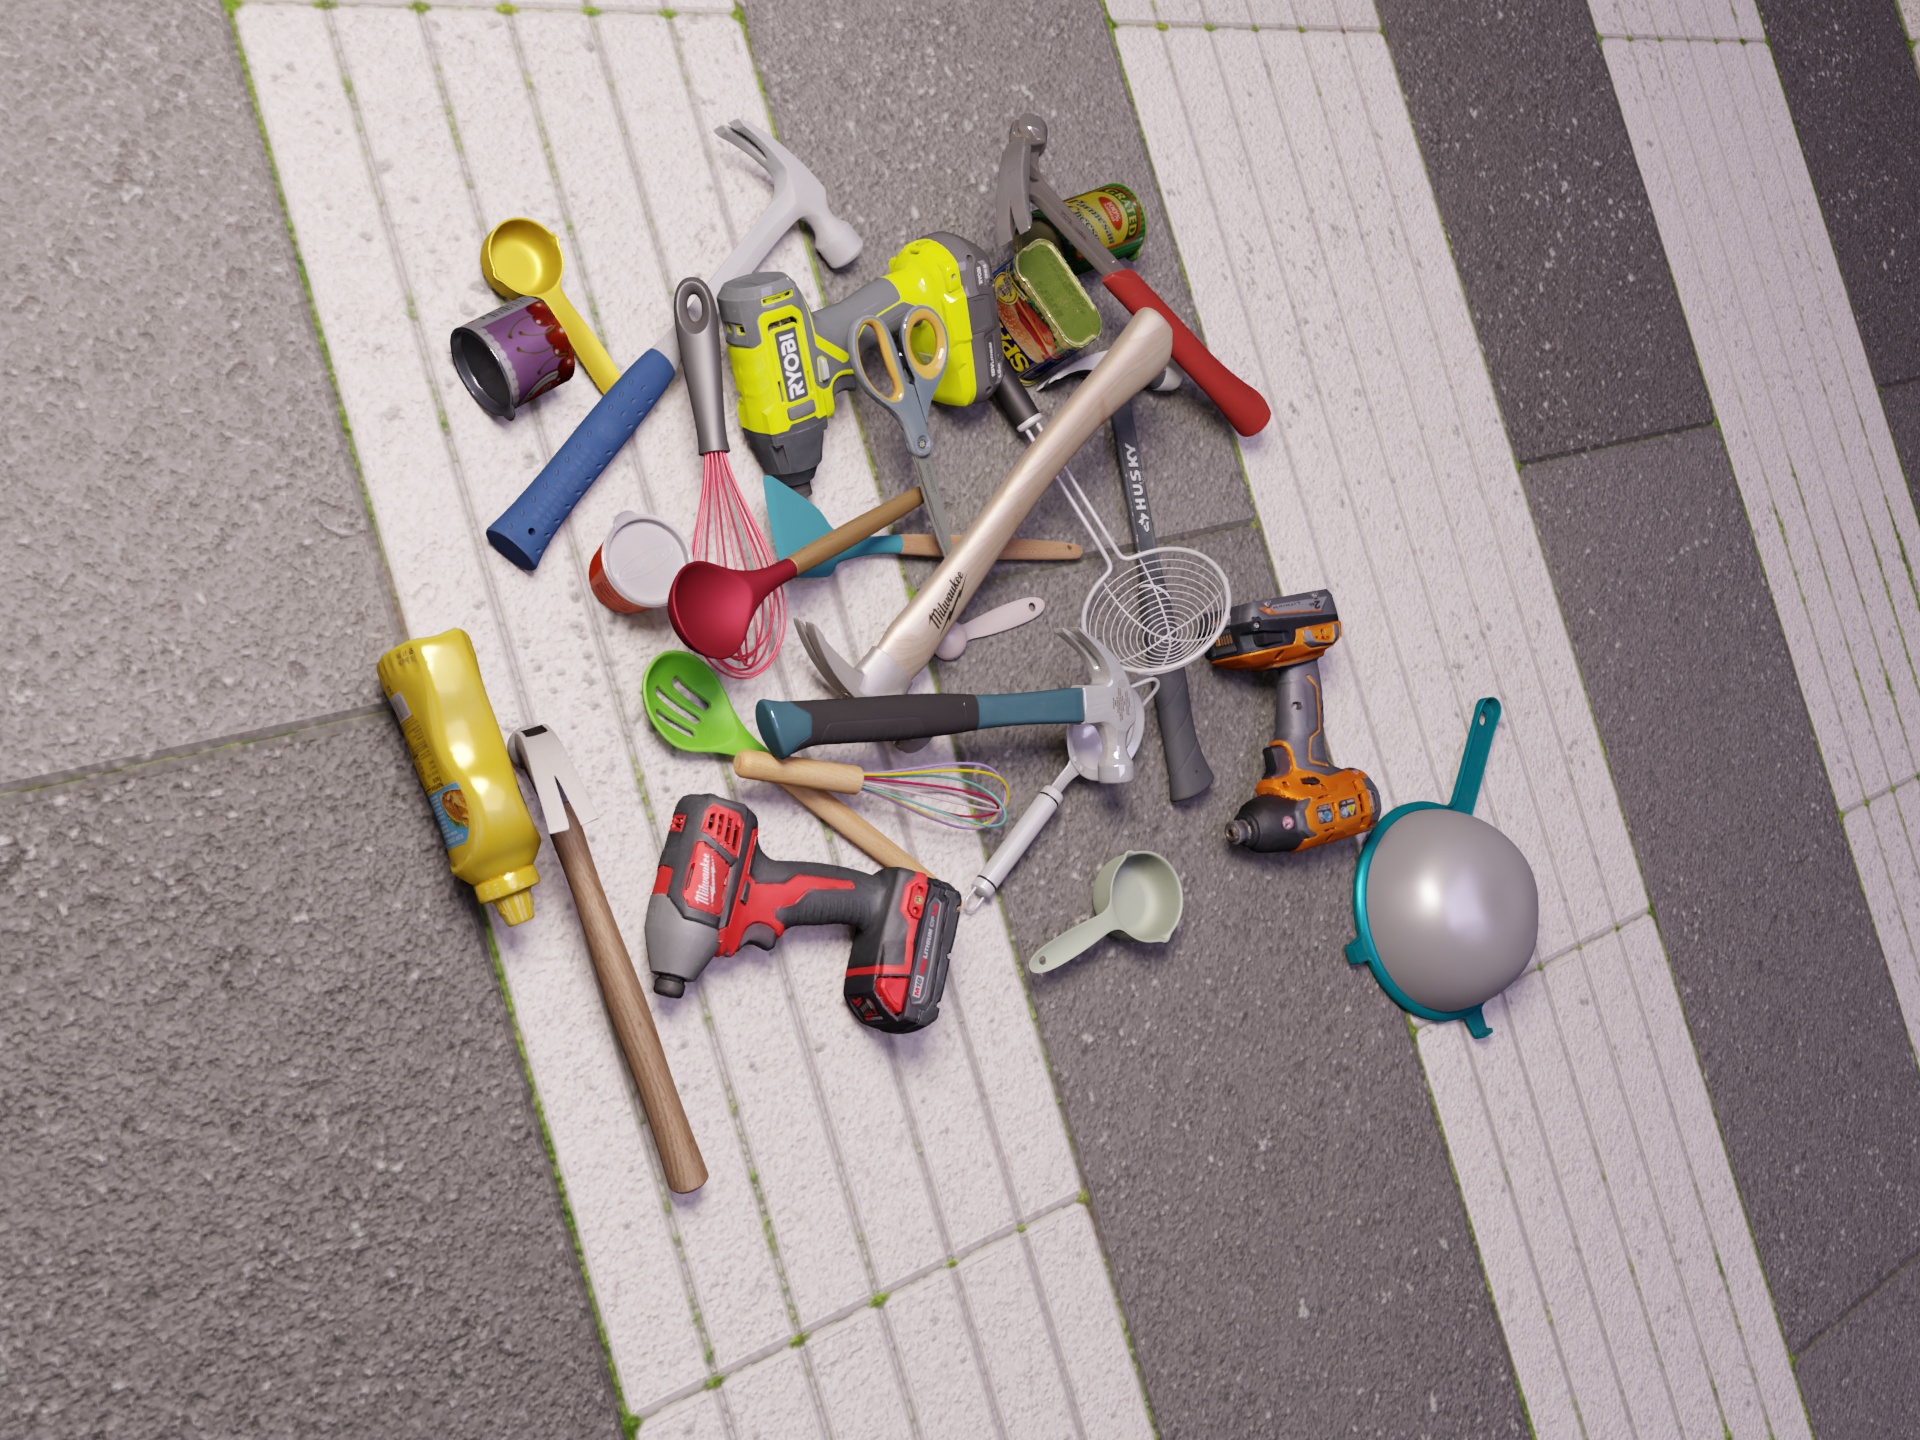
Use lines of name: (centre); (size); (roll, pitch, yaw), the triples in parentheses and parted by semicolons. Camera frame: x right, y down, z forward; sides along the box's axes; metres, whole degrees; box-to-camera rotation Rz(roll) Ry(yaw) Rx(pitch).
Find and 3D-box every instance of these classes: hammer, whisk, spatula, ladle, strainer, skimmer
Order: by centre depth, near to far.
hammer: (-0.231, 0.162, 1.060); (0.031, 0.130, 0.331); (-20, 99, -19)
ladle: (-0.109, -0.122, 1.162); (0.315, 0.031, 0.069); (-37, 108, -48)
whisk: (-0.177, -0.177, 1.165); (0.073, 0.073, 0.296); (-9, 92, -33)
hammer: (-0.220, -0.279, 1.184); (0.144, 0.035, 0.406); (48, 61, -31)
whisk: (-0.061, 0.052, 1.201); (0.244, 0.047, 0.051); (11, 52, -35)
hammer: (-0.002, -0.004, 1.211); (0.331, 0.033, 0.128); (-4, 92, -33)
hammer: (0.035, -0.176, 1.252); (0.411, 0.038, 0.146); (-53, 126, -14)
spatula: (-0.022, -0.144, 1.281); (0.317, 0.044, 0.082); (-2, 71, -35)
strainer: (0.077, 0.055, 1.305); (0.258, 0.050, 0.086); (-51, 128, -23)
skimmer: (0.092, -0.202, 1.323); (0.127, 0.090, 0.363); (-32, 90, 1)
hammer: (0.156, -0.352, 1.364); (0.358, 0.037, 0.149); (36, 44, -36)
hammer: (0.165, -0.131, 1.403); (0.149, 0.036, 0.409); (-6, 83, -32)
strainer: (0.499, 0.120, 1.520); (0.210, 0.095, 0.340); (31, 66, -23)

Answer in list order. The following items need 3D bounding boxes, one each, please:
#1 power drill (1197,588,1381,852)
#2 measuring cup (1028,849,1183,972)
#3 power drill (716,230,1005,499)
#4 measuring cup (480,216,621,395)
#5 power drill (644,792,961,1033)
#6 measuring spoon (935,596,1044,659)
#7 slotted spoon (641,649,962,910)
power drill: (0.285, 0.006, 1.423); (0.164, 0.084, 0.226); (-12, 90, -33)
measuring cup: (0.111, 0.166, 1.305); (0.167, 0.038, 0.083); (-26, 94, -31)
power drill: (-0.076, -0.282, 1.246); (0.223, 0.080, 0.171); (-28, 123, -31)
measuring cup: (-0.293, -0.292, 1.165); (0.062, 0.029, 0.156); (-47, 117, -31)
power drill: (-0.119, 0.150, 1.145); (0.219, 0.078, 0.143); (21, 69, -24)
measuring spoon: (0.027, -0.082, 1.316); (0.124, 0.018, 0.034); (-23, 92, -34)
slotted spoon: (-0.115, 0.056, 1.194); (0.313, 0.031, 0.070); (39, 54, -21)
